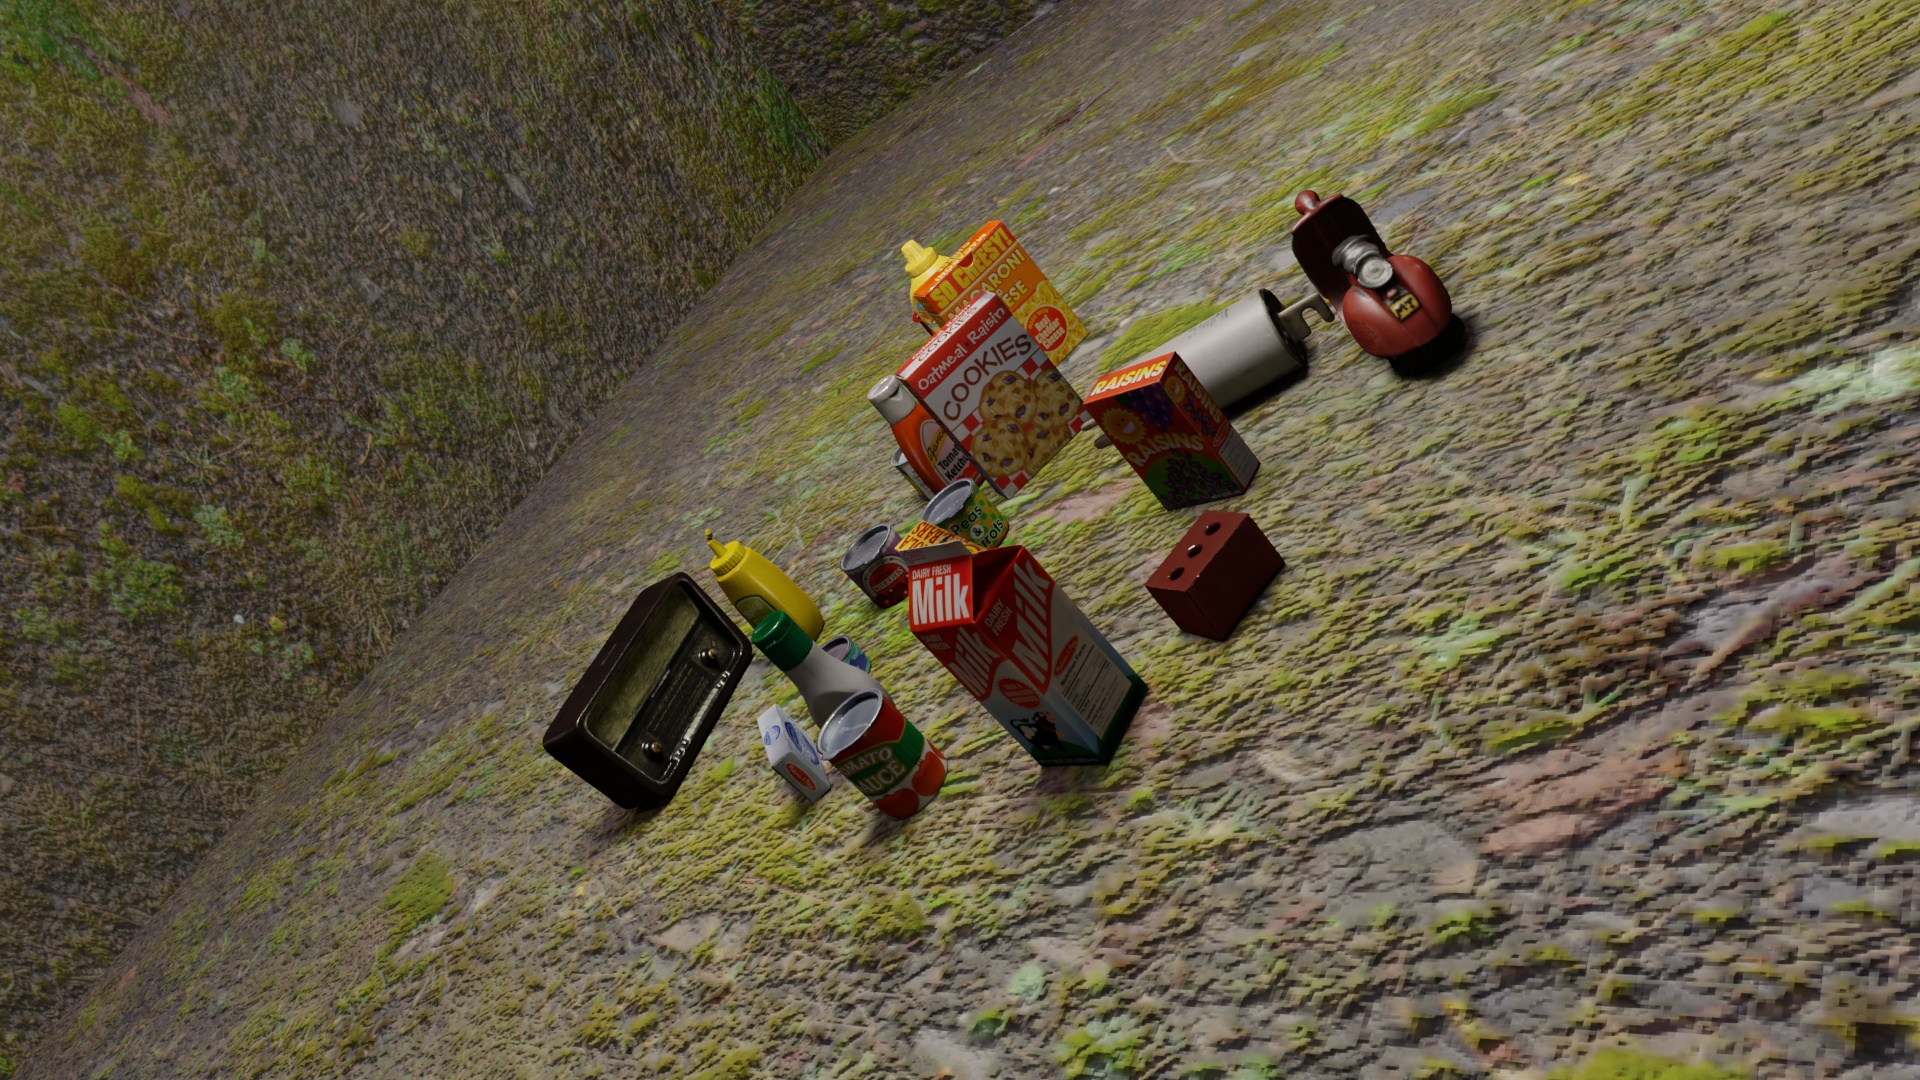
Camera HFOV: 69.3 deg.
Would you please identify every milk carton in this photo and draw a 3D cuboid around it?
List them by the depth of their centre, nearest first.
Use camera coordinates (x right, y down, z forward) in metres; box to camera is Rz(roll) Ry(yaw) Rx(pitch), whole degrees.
[{"bbox_3d":[0.037,0.069,0.959,0.072,0.190,0.074,-12,37,50],"label":"milk carton"}]

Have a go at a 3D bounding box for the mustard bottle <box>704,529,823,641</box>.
[{"bbox_3d":[-0.212,0.049,1.430,0.065,0.160,0.049,-25,28,35],"label":"mustard bottle"}]

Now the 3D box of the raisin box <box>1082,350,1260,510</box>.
[{"bbox_3d":[0.169,-0.086,1.112,0.086,0.123,0.040,-13,36,50],"label":"raisin box"}]

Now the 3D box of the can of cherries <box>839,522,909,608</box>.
[{"bbox_3d":[-0.077,0.027,1.387,0.071,0.058,0.072,-34,24,18],"label":"can of cherries"}]

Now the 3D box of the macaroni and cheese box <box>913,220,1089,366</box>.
[{"bbox_3d":[0.047,-0.253,1.547,0.124,0.166,0.040,-45,23,-8],"label":"macaroni and cheese box"}]

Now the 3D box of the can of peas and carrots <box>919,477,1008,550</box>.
[{"bbox_3d":[0.005,-0.017,1.333,0.071,0.058,0.071,-34,24,18],"label":"can of peas and carrots"}]

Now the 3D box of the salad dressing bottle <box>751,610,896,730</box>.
[{"bbox_3d":[-0.113,0.119,1.163,0.064,0.147,0.044,-34,24,19],"label":"salad dressing bottle"}]

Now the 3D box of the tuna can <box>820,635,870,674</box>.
[{"bbox_3d":[-0.119,0.126,1.310,0.071,0.032,0.071,-34,24,18],"label":"tuna can"}]

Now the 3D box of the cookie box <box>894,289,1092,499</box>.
[{"bbox_3d":[0.035,-0.144,1.372,0.123,0.167,0.040,-44,23,-6],"label":"cookie box"}]

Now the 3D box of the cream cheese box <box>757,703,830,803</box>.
[{"bbox_3d":[-0.147,0.186,1.220,0.024,0.053,0.104,-42,23,0],"label":"cream cheese box"}]

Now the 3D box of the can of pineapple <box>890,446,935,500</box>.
[{"bbox_3d":[-0.033,-0.087,1.519,0.071,0.057,0.071,-34,24,18],"label":"can of pineapple"}]

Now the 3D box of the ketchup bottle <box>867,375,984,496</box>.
[{"bbox_3d":[-0.037,-0.106,1.442,0.065,0.148,0.043,-52,24,-23],"label":"ketchup bottle"}]

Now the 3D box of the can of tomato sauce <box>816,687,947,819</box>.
[{"bbox_3d":[-0.061,0.167,1.077,0.071,0.083,0.071,-34,24,18],"label":"can of tomato sauce"}]

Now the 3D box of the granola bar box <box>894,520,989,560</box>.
[{"bbox_3d":[0.025,0.051,1.096,0.039,0.124,0.165,-46,23,-9],"label":"granola bar box"}]
